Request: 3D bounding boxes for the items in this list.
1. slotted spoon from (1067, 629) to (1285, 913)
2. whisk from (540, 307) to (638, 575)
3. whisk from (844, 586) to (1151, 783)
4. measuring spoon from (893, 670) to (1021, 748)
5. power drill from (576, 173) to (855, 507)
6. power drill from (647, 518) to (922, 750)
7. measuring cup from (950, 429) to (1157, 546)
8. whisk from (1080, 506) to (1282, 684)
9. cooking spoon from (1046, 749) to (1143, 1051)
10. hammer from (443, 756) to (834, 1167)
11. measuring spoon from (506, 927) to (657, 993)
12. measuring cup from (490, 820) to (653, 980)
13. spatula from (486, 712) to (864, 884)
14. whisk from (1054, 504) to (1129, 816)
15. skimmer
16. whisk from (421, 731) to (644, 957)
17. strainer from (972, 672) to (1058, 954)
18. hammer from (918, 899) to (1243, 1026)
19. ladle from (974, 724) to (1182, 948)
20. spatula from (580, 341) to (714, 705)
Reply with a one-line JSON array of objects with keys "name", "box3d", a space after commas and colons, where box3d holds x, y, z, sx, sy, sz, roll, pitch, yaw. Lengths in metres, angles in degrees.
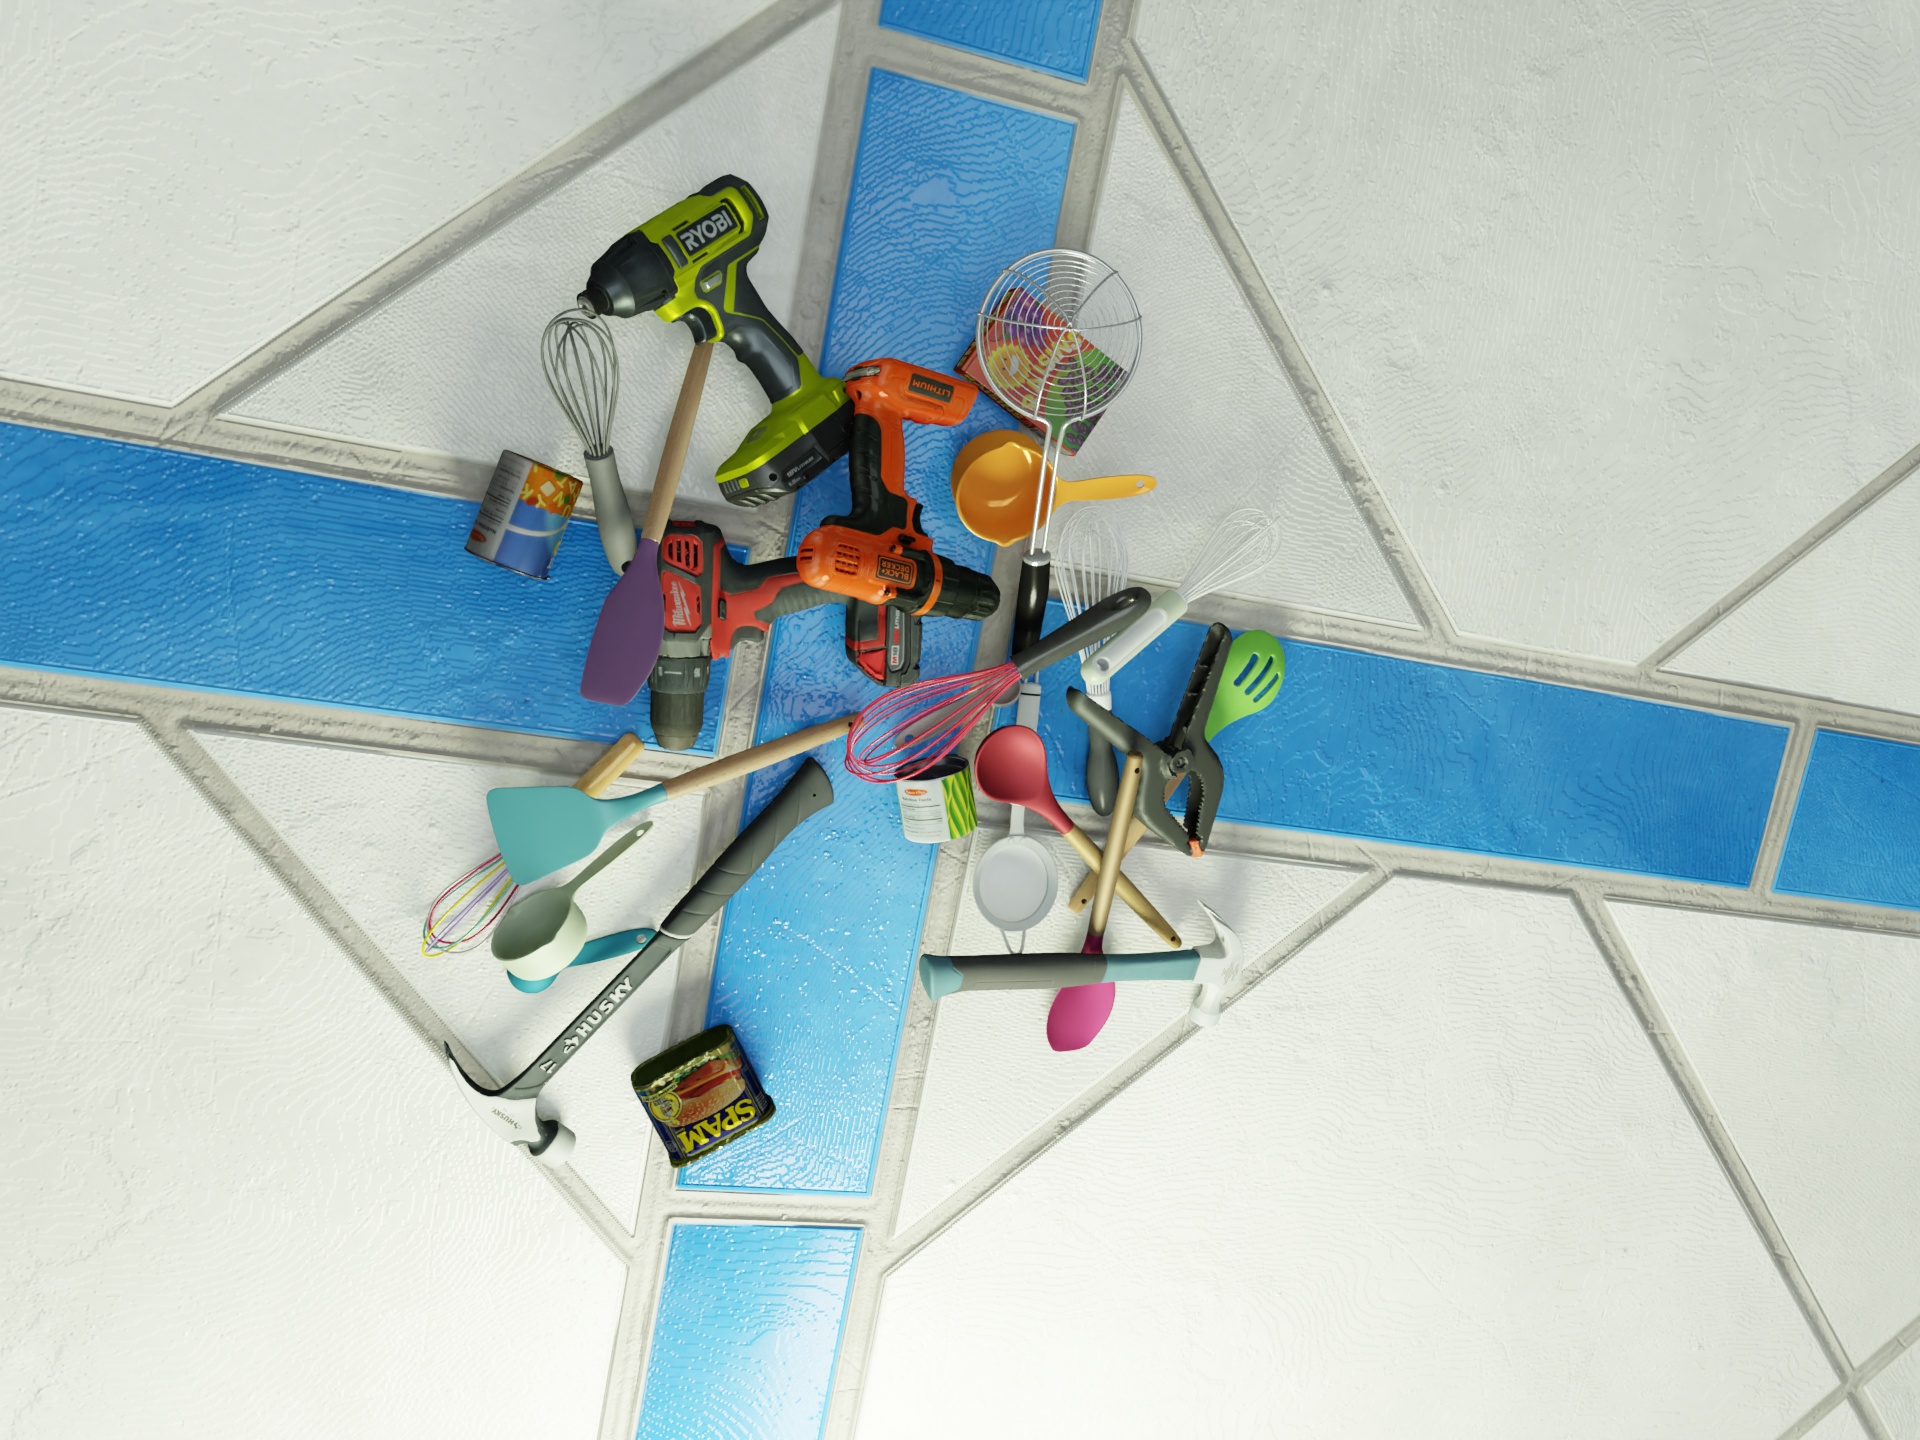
[{"name": "slotted spoon", "box3d": [0.198, 0.050, 1.457, 0.070, 0.031, 0.314, 36, 91, -23]}, {"name": "whisk", "box3d": [-0.273, -0.204, 1.209, 0.055, 0.055, 0.238, -15, 136, -13]}, {"name": "whisk", "box3d": [0.030, -0.035, 1.341, 0.296, 0.073, 0.073, -29, 108, 2]}, {"name": "measuring spoon", "box3d": [-0.002, -0.004, 1.392, 0.124, 0.034, 0.018, -28, 153, -3]}, {"name": "power drill", "box3d": [-0.180, -0.284, 1.227, 0.171, 0.080, 0.223, -44, 112, -31]}, {"name": "power drill", "box3d": [-0.150, -0.067, 1.306, 0.226, 0.080, 0.188, 1, 101, -13]}, {"name": "measuring cup", "box3d": [0.076, -0.203, 1.340, 0.173, 0.052, 0.095, -6, 125, -11]}, {"name": "whisk", "box3d": [0.193, -0.108, 1.379, 0.246, 0.059, 0.058, -40, 91, -21]}, {"name": "cooking spoon", "box3d": [0.126, 0.169, 1.427, 0.068, 0.017, 0.318, -3, 119, -24]}, {"name": "hammer", "box3d": [-0.257, 0.188, 1.341, 0.409, 0.036, 0.149, -47, 121, -5]}, {"name": "measuring spoon", "box3d": [-0.317, 0.200, 1.341, 0.128, 0.021, 0.042, -15, 106, -12]}, {"name": "measuring cup", "box3d": [-0.311, 0.149, 1.317, 0.167, 0.083, 0.038, -43, 126, -21]}, {"name": "spatula", "box3d": [-0.225, 0.047, 1.314, 0.317, 0.044, 0.082, -20, 102, -24]}, {"name": "whisk", "box3d": [0.119, -0.048, 1.401, 0.070, 0.070, 0.284, -9, 108, -14]}, {"name": "skimmer", "box3d": [0.066, -0.198, 1.287, 0.127, 0.090, 0.363, -1, 137, -7]}, {"name": "whisk", "box3d": [-0.351, 0.102, 1.306, 0.245, 0.051, 0.047, -46, 131, -7]}, {"name": "strainer", "box3d": [0.052, 0.077, 1.414, 0.086, 0.050, 0.258, 3, 95, -27]}, {"name": "hammer", "box3d": [0.113, 0.223, 1.420, 0.330, 0.033, 0.128, 2, 118, -27]}, {"name": "ladle", "box3d": [0.111, 0.111, 1.417, 0.069, 0.031, 0.315, -45, 119, -3]}, {"name": "spatula", "box3d": [-0.233, -0.164, 1.240, 0.060, 0.018, 0.316, 9, 79, 17]}]
